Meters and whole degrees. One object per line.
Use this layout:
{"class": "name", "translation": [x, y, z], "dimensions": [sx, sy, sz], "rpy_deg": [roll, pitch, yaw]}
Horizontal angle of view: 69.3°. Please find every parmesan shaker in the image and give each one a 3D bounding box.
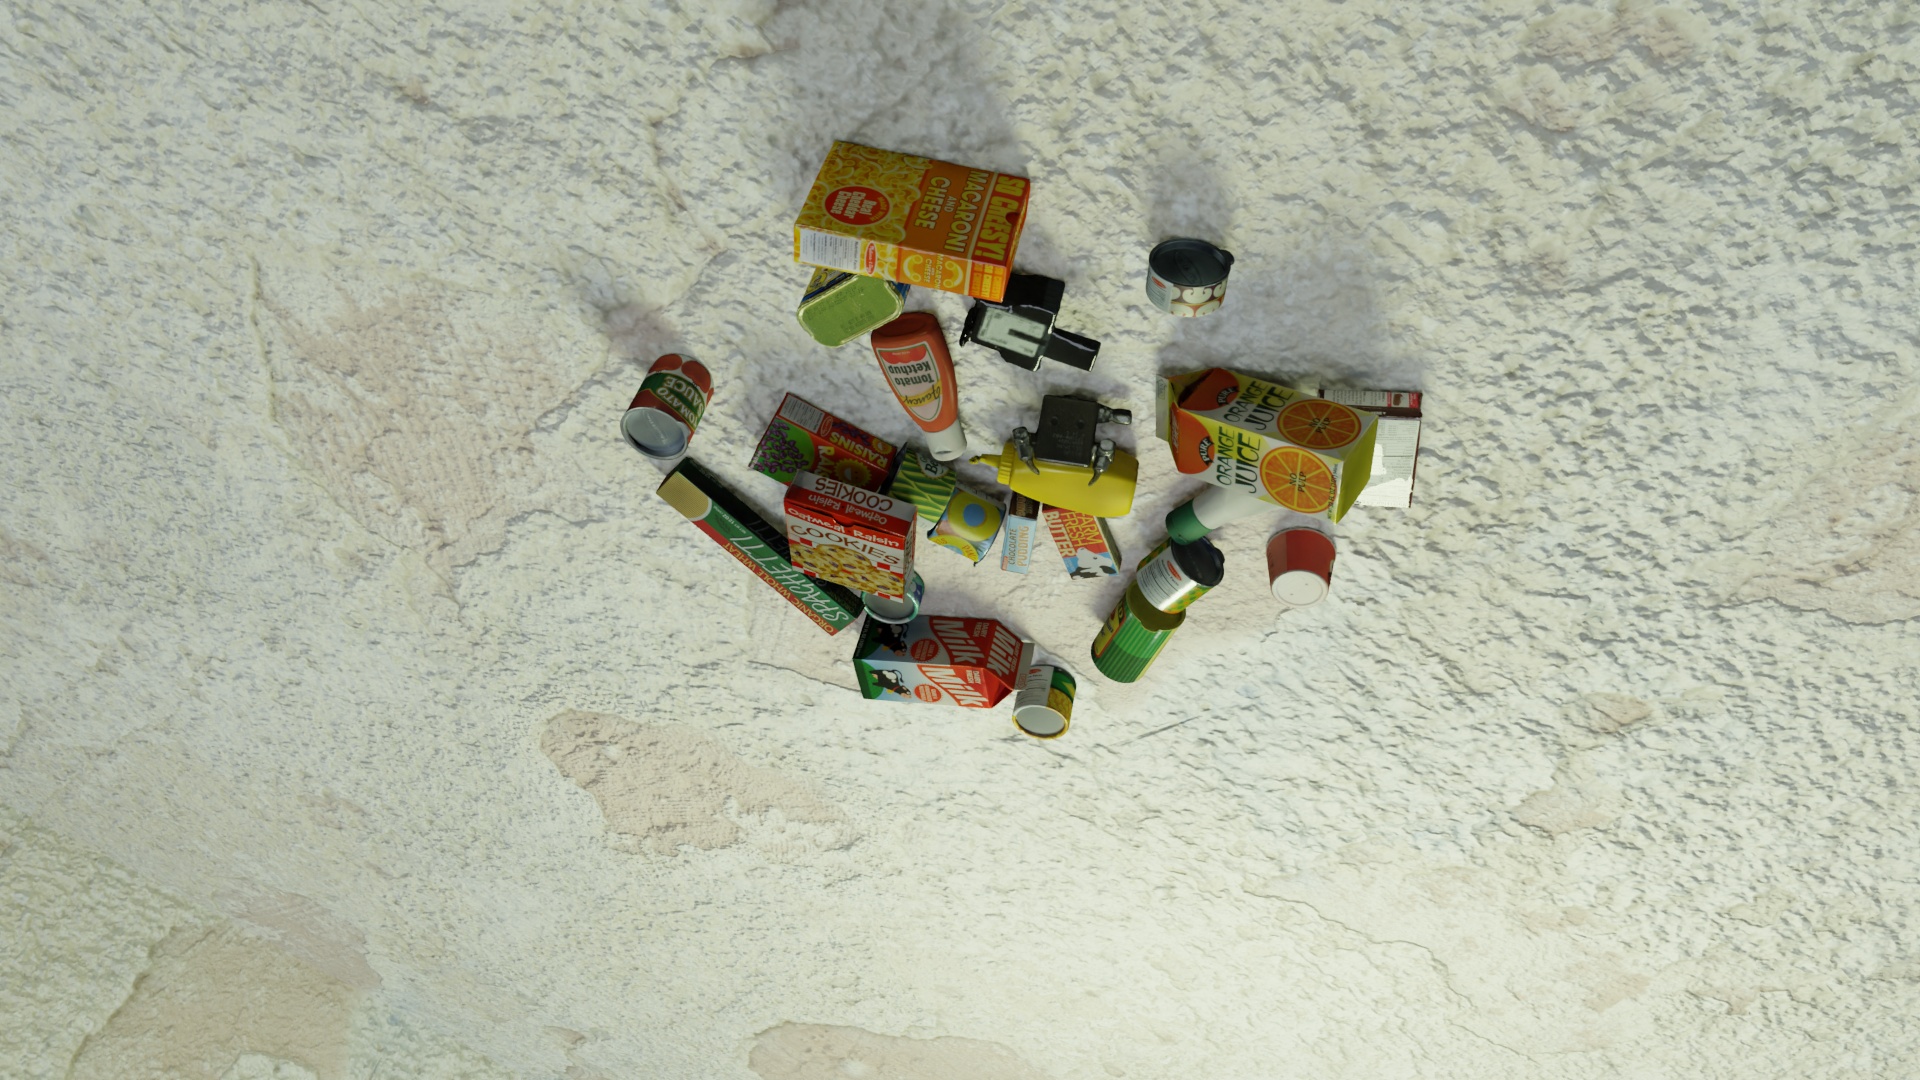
{"class": "parmesan shaker", "translation": [0.182, 0.097, 1.445], "dimensions": [0.071, 0.072, 0.102], "rpy_deg": [20, 137, -6]}

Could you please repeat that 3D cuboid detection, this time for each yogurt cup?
{"class": "yogurt cup", "translation": [0.330, 0.029, 1.348], "dimensions": [0.072, 0.054, 0.072], "rpy_deg": [8, 136, 8]}

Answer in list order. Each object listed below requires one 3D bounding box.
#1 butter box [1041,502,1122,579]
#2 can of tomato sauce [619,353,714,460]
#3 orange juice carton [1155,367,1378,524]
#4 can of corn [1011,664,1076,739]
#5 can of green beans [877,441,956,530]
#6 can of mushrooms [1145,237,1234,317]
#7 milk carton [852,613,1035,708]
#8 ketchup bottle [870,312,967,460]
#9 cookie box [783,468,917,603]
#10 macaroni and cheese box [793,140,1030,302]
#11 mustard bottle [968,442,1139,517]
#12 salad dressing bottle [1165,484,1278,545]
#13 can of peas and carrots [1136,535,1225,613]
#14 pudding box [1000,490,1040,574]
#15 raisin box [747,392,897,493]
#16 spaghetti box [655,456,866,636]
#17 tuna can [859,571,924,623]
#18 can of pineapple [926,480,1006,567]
{"class": "butter box", "translation": [0.122, -0.005, 1.392], "dimensions": [0.053, 0.024, 0.103], "rpy_deg": [-8, 132, 22]}
{"class": "can of tomato sauce", "translation": [-0.278, -0.129, 1.331], "dimensions": [0.071, 0.083, 0.070], "rpy_deg": [8, 136, 8]}
{"class": "orange juice carton", "translation": [0.254, -0.089, 1.204], "dimensions": [0.193, 0.073, 0.071], "rpy_deg": [22, 139, 28]}
{"class": "can of corn", "translation": [0.096, 0.185, 1.570], "dimensions": [0.071, 0.058, 0.070], "rpy_deg": [8, 137, 8]}
{"class": "can of green beans", "translation": [-0.043, -0.051, 1.360], "dimensions": [0.058, 0.071, 0.071], "rpy_deg": [25, 136, -12]}
{"class": "can of mushrooms", "translation": [0.186, -0.214, 1.128], "dimensions": [0.071, 0.071, 0.033], "rpy_deg": [9, 137, 7]}
{"class": "milk carton", "translation": [-0.016, 0.134, 1.538], "dimensions": [0.190, 0.073, 0.073], "rpy_deg": [2, 135, 13]}
{"class": "ketchup bottle", "translation": [-0.031, -0.140, 1.281], "dimensions": [0.064, 0.044, 0.148], "rpy_deg": [-5, 134, 19]}
{"class": "cookie box", "translation": [-0.108, -0.001, 1.378], "dimensions": [0.123, 0.040, 0.166], "rpy_deg": [17, 155, 4]}
{"class": "macaroni and cheese box", "translation": [-0.036, -0.255, 1.103], "dimensions": [0.166, 0.124, 0.040], "rpy_deg": [12, 138, 3]}
{"class": "mustard bottle", "translation": [0.087, -0.066, 1.320], "dimensions": [0.160, 0.049, 0.065], "rpy_deg": [12, 136, 4]}
{"class": "salad dressing bottle", "translation": [0.256, -0.042, 1.303], "dimensions": [0.064, 0.044, 0.147], "rpy_deg": [35, 135, -23]}
{"class": "can of peas and carrots", "translation": [0.218, 0.030, 1.373], "dimensions": [0.071, 0.071, 0.058], "rpy_deg": [30, 135, -16]}
{"class": "pudding box", "translation": [0.060, -0.012, 1.383], "dimensions": [0.030, 0.050, 0.083], "rpy_deg": [10, 137, 3]}
{"class": "raisin box", "translation": [-0.136, -0.082, 1.374], "dimensions": [0.123, 0.040, 0.085], "rpy_deg": [27, 135, -11]}
{"class": "spaghetti box", "translation": [-0.209, 0.009, 1.470], "dimensions": [0.250, 0.029, 0.050], "rpy_deg": [41, 132, -14]}
{"class": "tuna can", "translation": [-0.074, 0.056, 1.503], "dimensions": [0.071, 0.033, 0.070], "rpy_deg": [8, 137, 7]}
{"class": "can of pineapple", "translation": [0.005, -0.017, 1.378], "dimensions": [0.058, 0.071, 0.070], "rpy_deg": [25, 136, -9]}
